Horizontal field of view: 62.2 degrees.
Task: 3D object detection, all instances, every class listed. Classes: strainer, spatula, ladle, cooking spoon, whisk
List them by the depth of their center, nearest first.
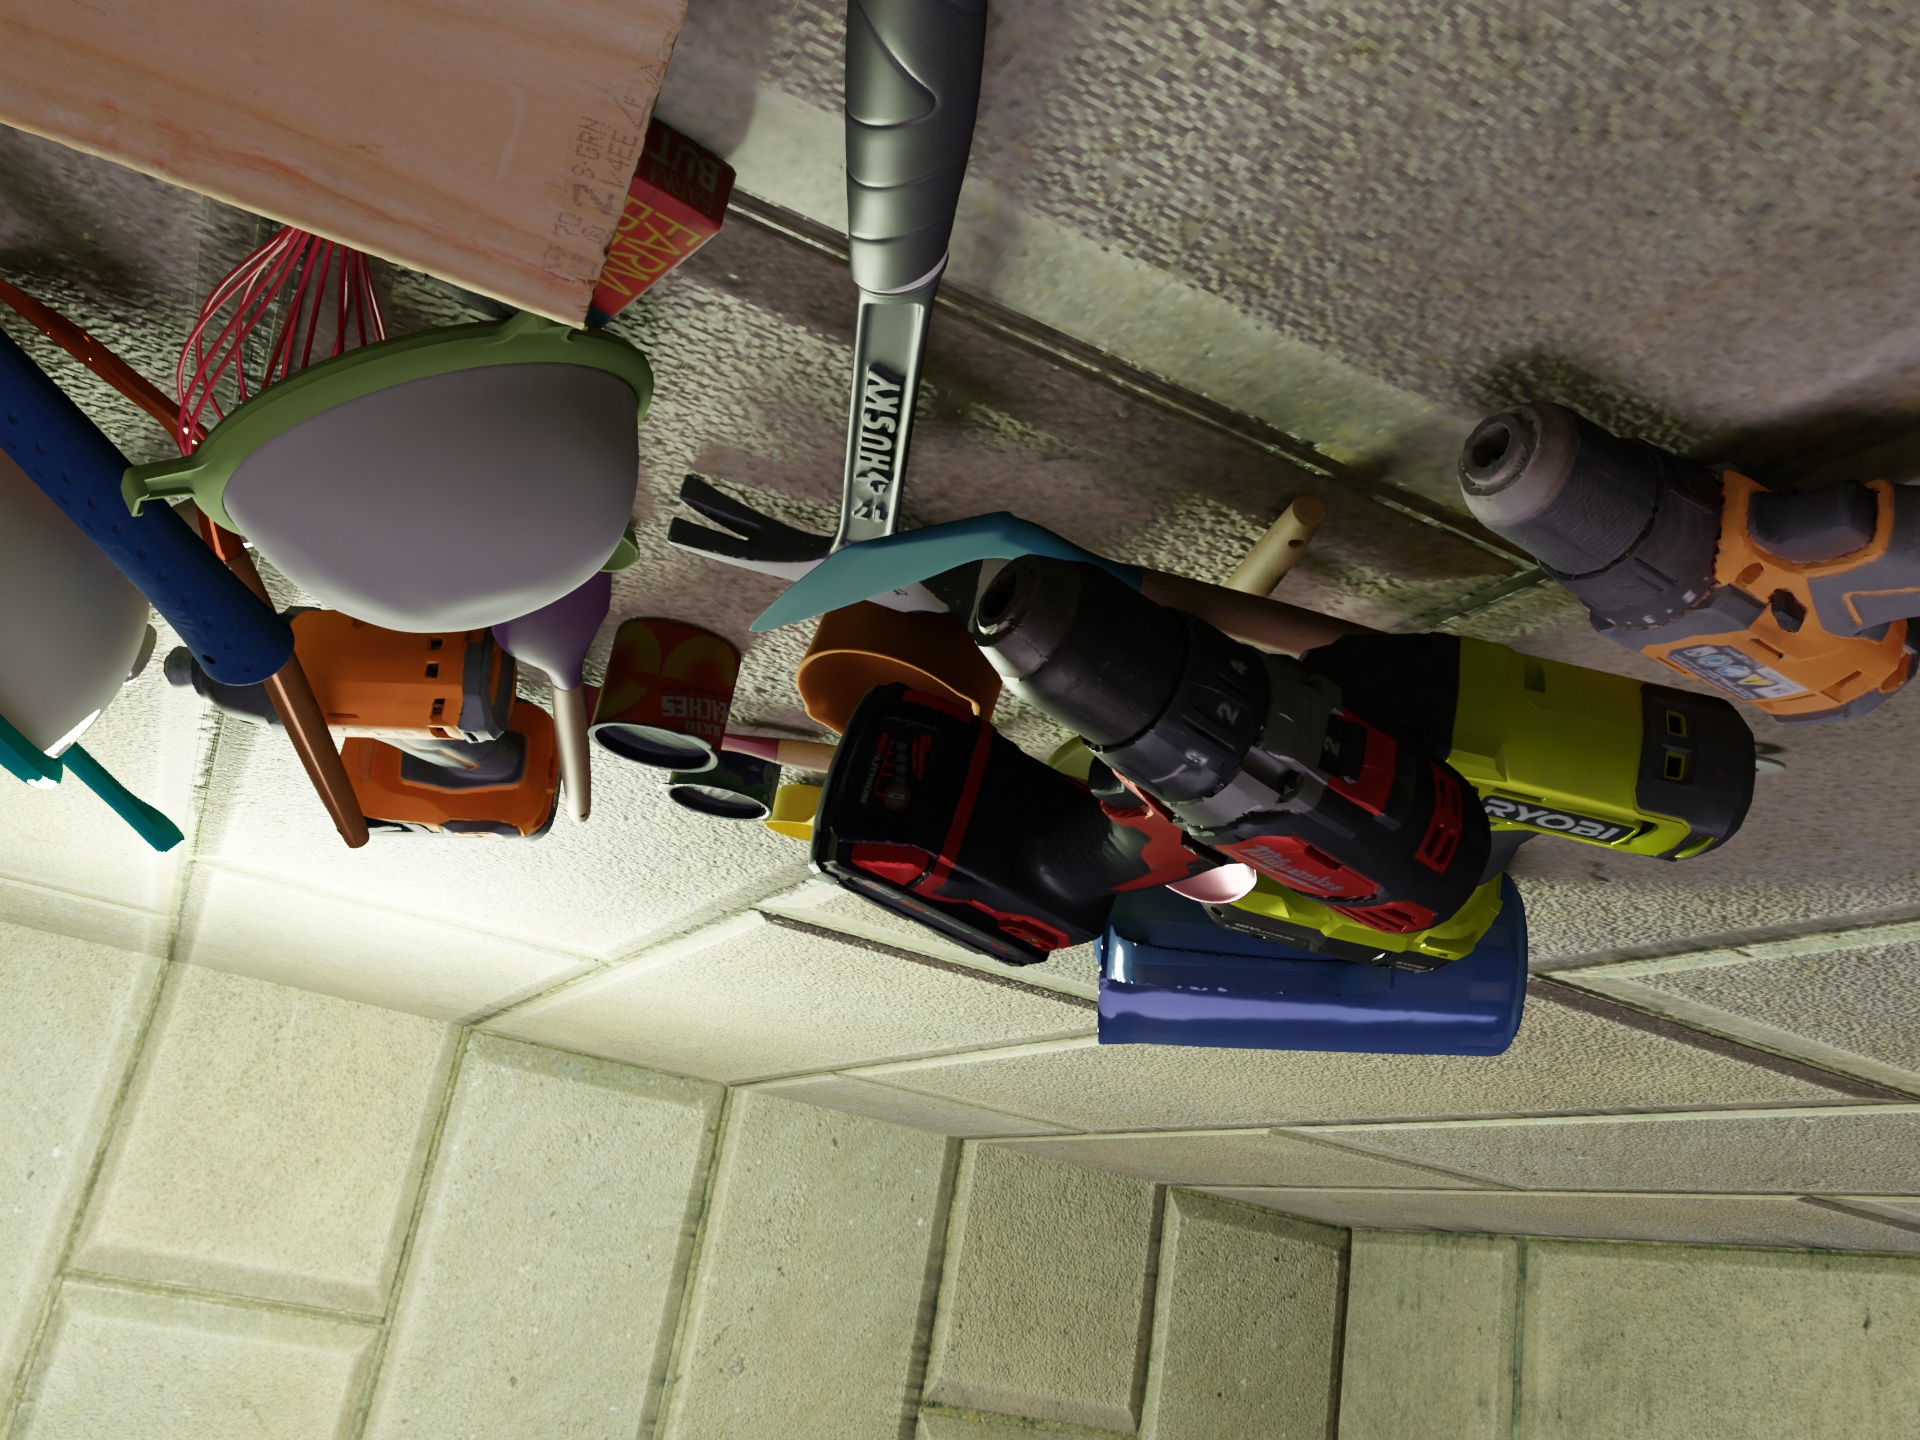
[{"bbox_3d":[-0.192,-0.145,0.483,0.073,0.073,0.296,19,151,-23],"label":"whisk"},{"bbox_3d":[-0.158,-0.063,0.575,0.151,0.069,0.256,-21,173,5],"label":"strainer"},{"bbox_3d":[0.083,-0.033,0.584,0.317,0.044,0.082,11,158,-27],"label":"spatula"},{"bbox_3d":[-0.312,-0.049,0.676,0.081,0.041,0.322,29,143,28],"label":"spatula"},{"bbox_3d":[-0.392,-0.048,0.689,0.211,0.095,0.340,41,159,24],"label":"strainer"},{"bbox_3d":[0.097,-0.007,0.711,0.078,0.062,0.320,5,158,-9],"label":"ladle"},{"bbox_3d":[0.050,0.033,0.750,0.017,0.068,0.319,-24,-167,-19],"label":"cooking spoon"},{"bbox_3d":[-0.205,-0.009,0.825,0.060,0.018,0.315,-26,162,-21],"label":"spatula"},{"bbox_3d":[-0.078,0.021,0.910,0.315,0.031,0.069,9,160,-3],"label":"ladle"}]

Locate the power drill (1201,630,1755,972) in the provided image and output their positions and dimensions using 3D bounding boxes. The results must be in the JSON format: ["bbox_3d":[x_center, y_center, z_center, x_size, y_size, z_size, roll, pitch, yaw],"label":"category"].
[{"bbox_3d":[0.177,0.032,0.639,0.171,0.080,0.223,13,159,-2],"label":"power drill"}]

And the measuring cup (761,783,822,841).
[{"bbox_3d":[-0.077,0.047,0.962,0.062,0.029,0.156,15,161,-16],"label":"measuring cup"}]

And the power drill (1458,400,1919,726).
[{"bbox_3d":[0.274,-0.063,0.447,0.185,0.084,0.226,21,162,-27],"label":"power drill"}]

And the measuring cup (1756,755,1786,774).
[{"bbox_3d":[0.288,0.030,0.735,0.167,0.038,0.083,4,159,22],"label":"measuring cup"}]

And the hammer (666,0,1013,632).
[{"bbox_3d":[-0.024,-0.128,0.476,0.149,0.036,0.408,12,159,-1],"label":"hammer"}]

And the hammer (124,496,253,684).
[{"bbox_3d":[-0.380,-0.087,0.751,0.411,0.038,0.146,-9,151,41],"label":"hammer"}]

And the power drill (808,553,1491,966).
[{"bbox_3d":[0.037,0.019,0.540,0.187,0.080,0.227,29,156,-28],"label":"power drill"}]

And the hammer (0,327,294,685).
[{"bbox_3d":[-0.323,-0.140,0.477,0.144,0.035,0.405,2,147,17],"label":"hammer"}]

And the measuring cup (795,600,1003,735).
[{"bbox_3d":[-0.001,-0.002,0.733,0.095,0.052,0.173,-4,145,37],"label":"measuring cup"}]

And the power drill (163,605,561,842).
[{"bbox_3d":[-0.307,0.002,0.851,0.164,0.084,0.226,2,162,-3],"label":"power drill"}]
